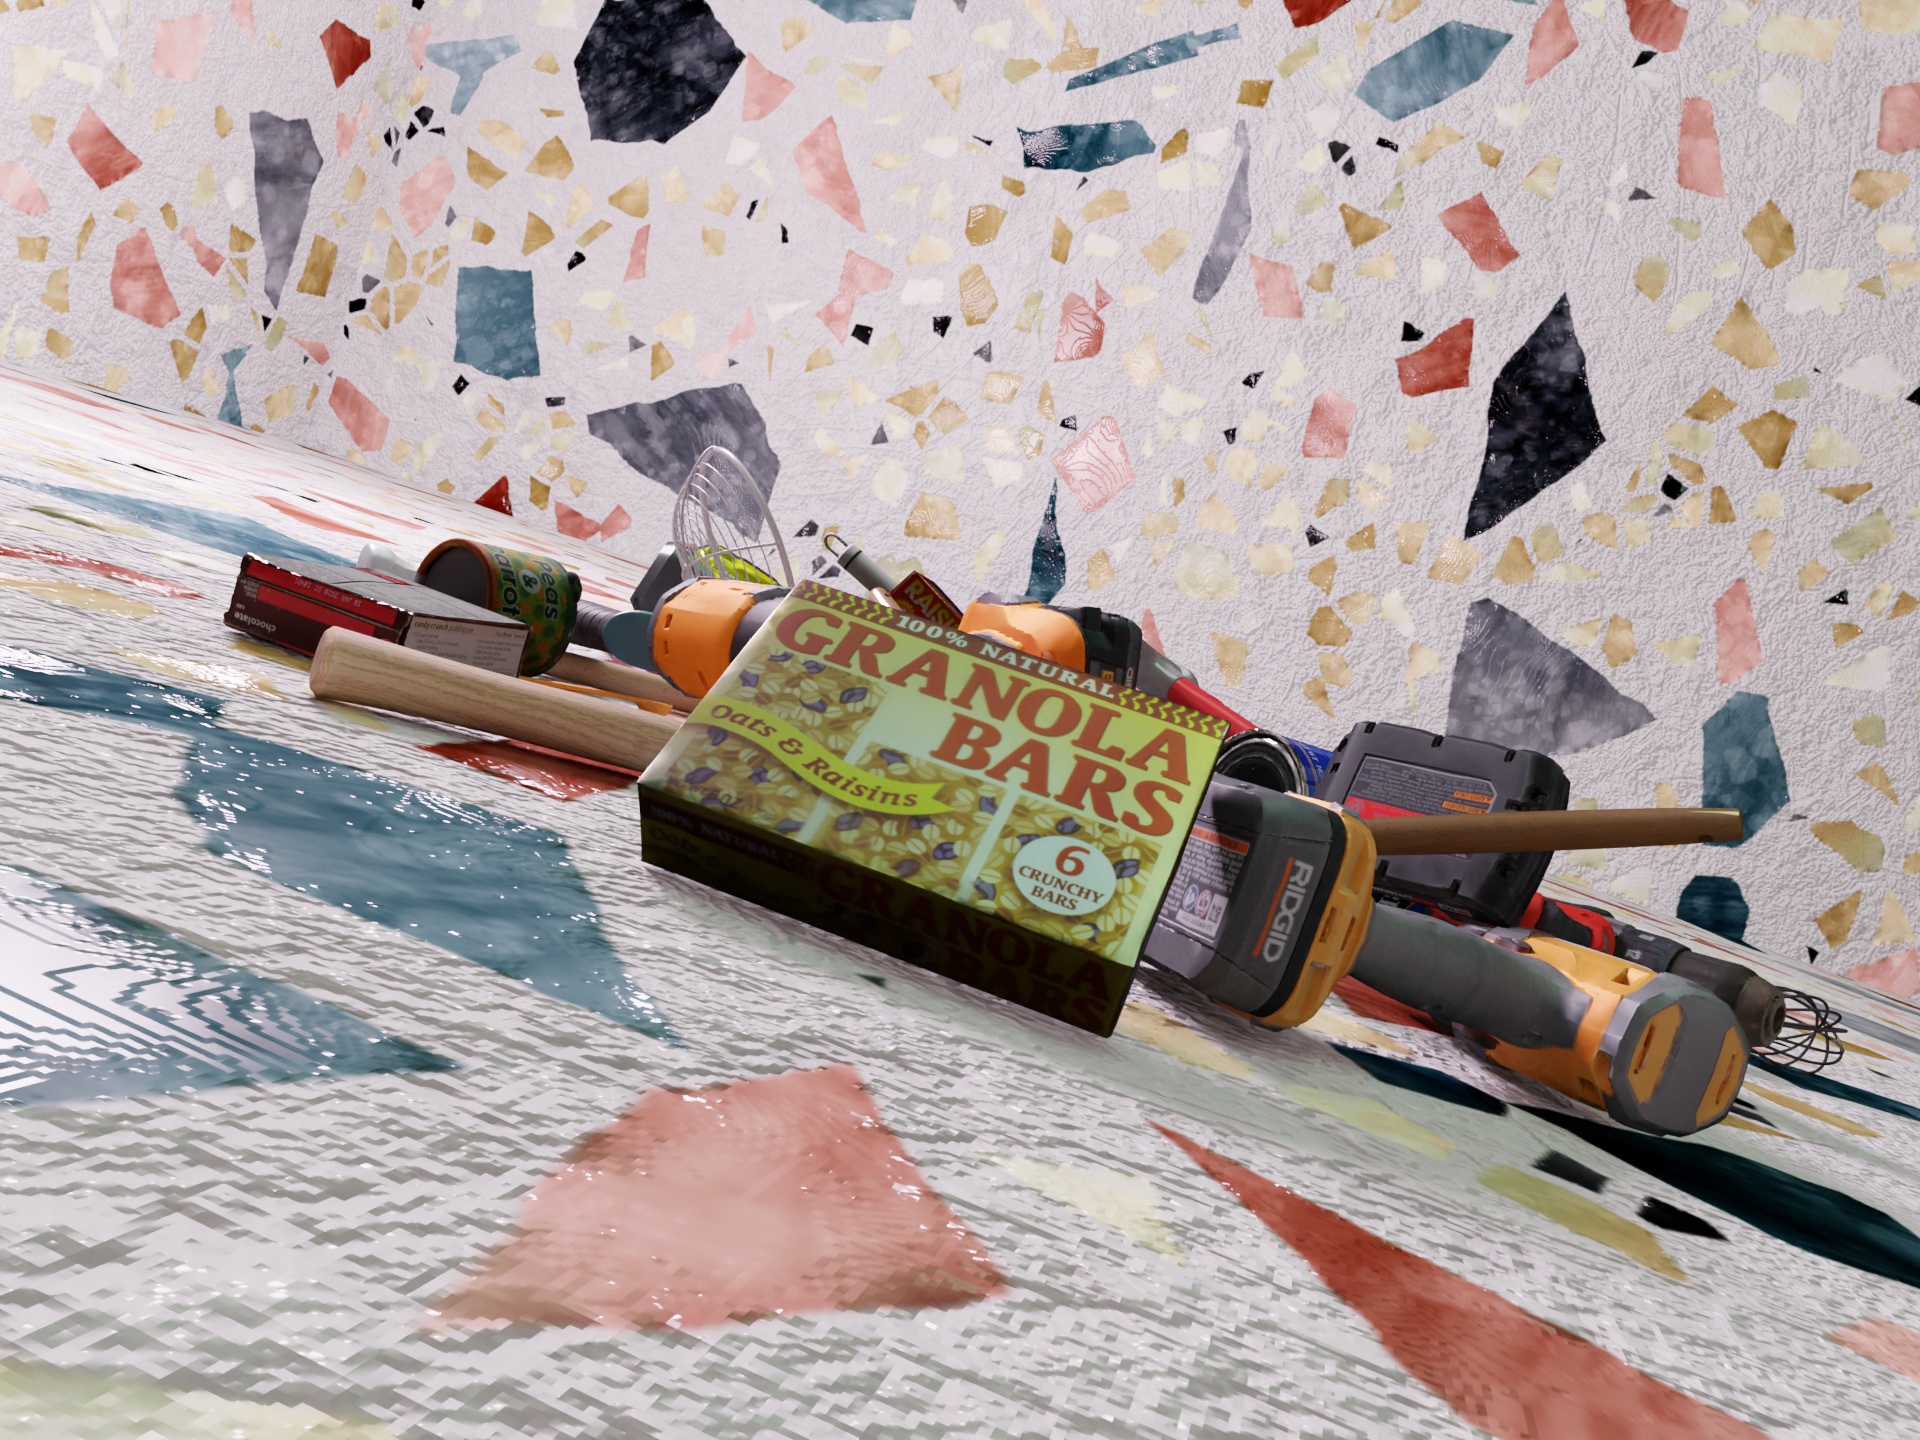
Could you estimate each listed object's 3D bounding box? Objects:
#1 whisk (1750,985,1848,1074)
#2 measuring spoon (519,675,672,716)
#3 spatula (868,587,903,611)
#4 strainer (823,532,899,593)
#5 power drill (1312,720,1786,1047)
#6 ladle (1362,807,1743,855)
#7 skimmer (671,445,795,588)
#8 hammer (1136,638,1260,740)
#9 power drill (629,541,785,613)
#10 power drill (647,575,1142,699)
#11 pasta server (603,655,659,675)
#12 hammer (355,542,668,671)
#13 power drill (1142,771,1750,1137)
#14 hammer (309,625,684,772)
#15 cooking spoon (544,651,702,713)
[{"bbox_3d":[0.451,0.180,0.964,0.238,0.055,0.055,11,7,-25],"label":"whisk"},{"bbox_3d":[-0.206,-0.013,0.839,0.116,0.011,0.021,11,0,-37],"label":"measuring spoon"},{"bbox_3d":[-0.001,-0.003,0.929,0.059,0.018,0.316,16,23,-31],"label":"spatula"},{"bbox_3d":[-0.005,-0.049,1.173,0.258,0.087,0.050,42,41,0],"label":"strainer"},{"bbox_3d":[0.292,0.095,0.796,0.188,0.080,0.226,14,-18,46],"label":"power drill"},{"bbox_3d":[0.177,0.043,0.721,0.320,0.062,0.078,-5,-40,28],"label":"ladle"},{"bbox_3d":[-0.070,-0.068,1.065,0.127,0.090,0.363,53,13,29],"label":"skimmer"},{"bbox_3d":[0.254,0.055,1.064,0.387,0.038,0.143,38,5,30],"label":"hammer"},{"bbox_3d":[-0.155,-0.066,1.226,0.190,0.080,0.228,33,2,-11],"label":"power drill"},{"bbox_3d":[-0.022,-0.027,0.791,0.226,0.084,0.164,5,5,-32],"label":"power drill"},{"bbox_3d":[-0.233,-0.057,1.098,0.040,0.060,0.316,63,-16,-19],"label":"pasta server"},{"bbox_3d":[-0.255,-0.066,0.956,0.128,0.033,0.331,15,0,-37],"label":"hammer"},{"bbox_3d":[0.168,0.090,0.642,0.226,0.084,0.185,22,-2,-18],"label":"power drill"},{"bbox_3d":[-0.110,0.016,0.695,0.331,0.031,0.130,16,5,-28],"label":"hammer"},{"bbox_3d":[-0.224,-0.031,0.913,0.318,0.017,0.069,16,6,-25],"label":"cooking spoon"}]
